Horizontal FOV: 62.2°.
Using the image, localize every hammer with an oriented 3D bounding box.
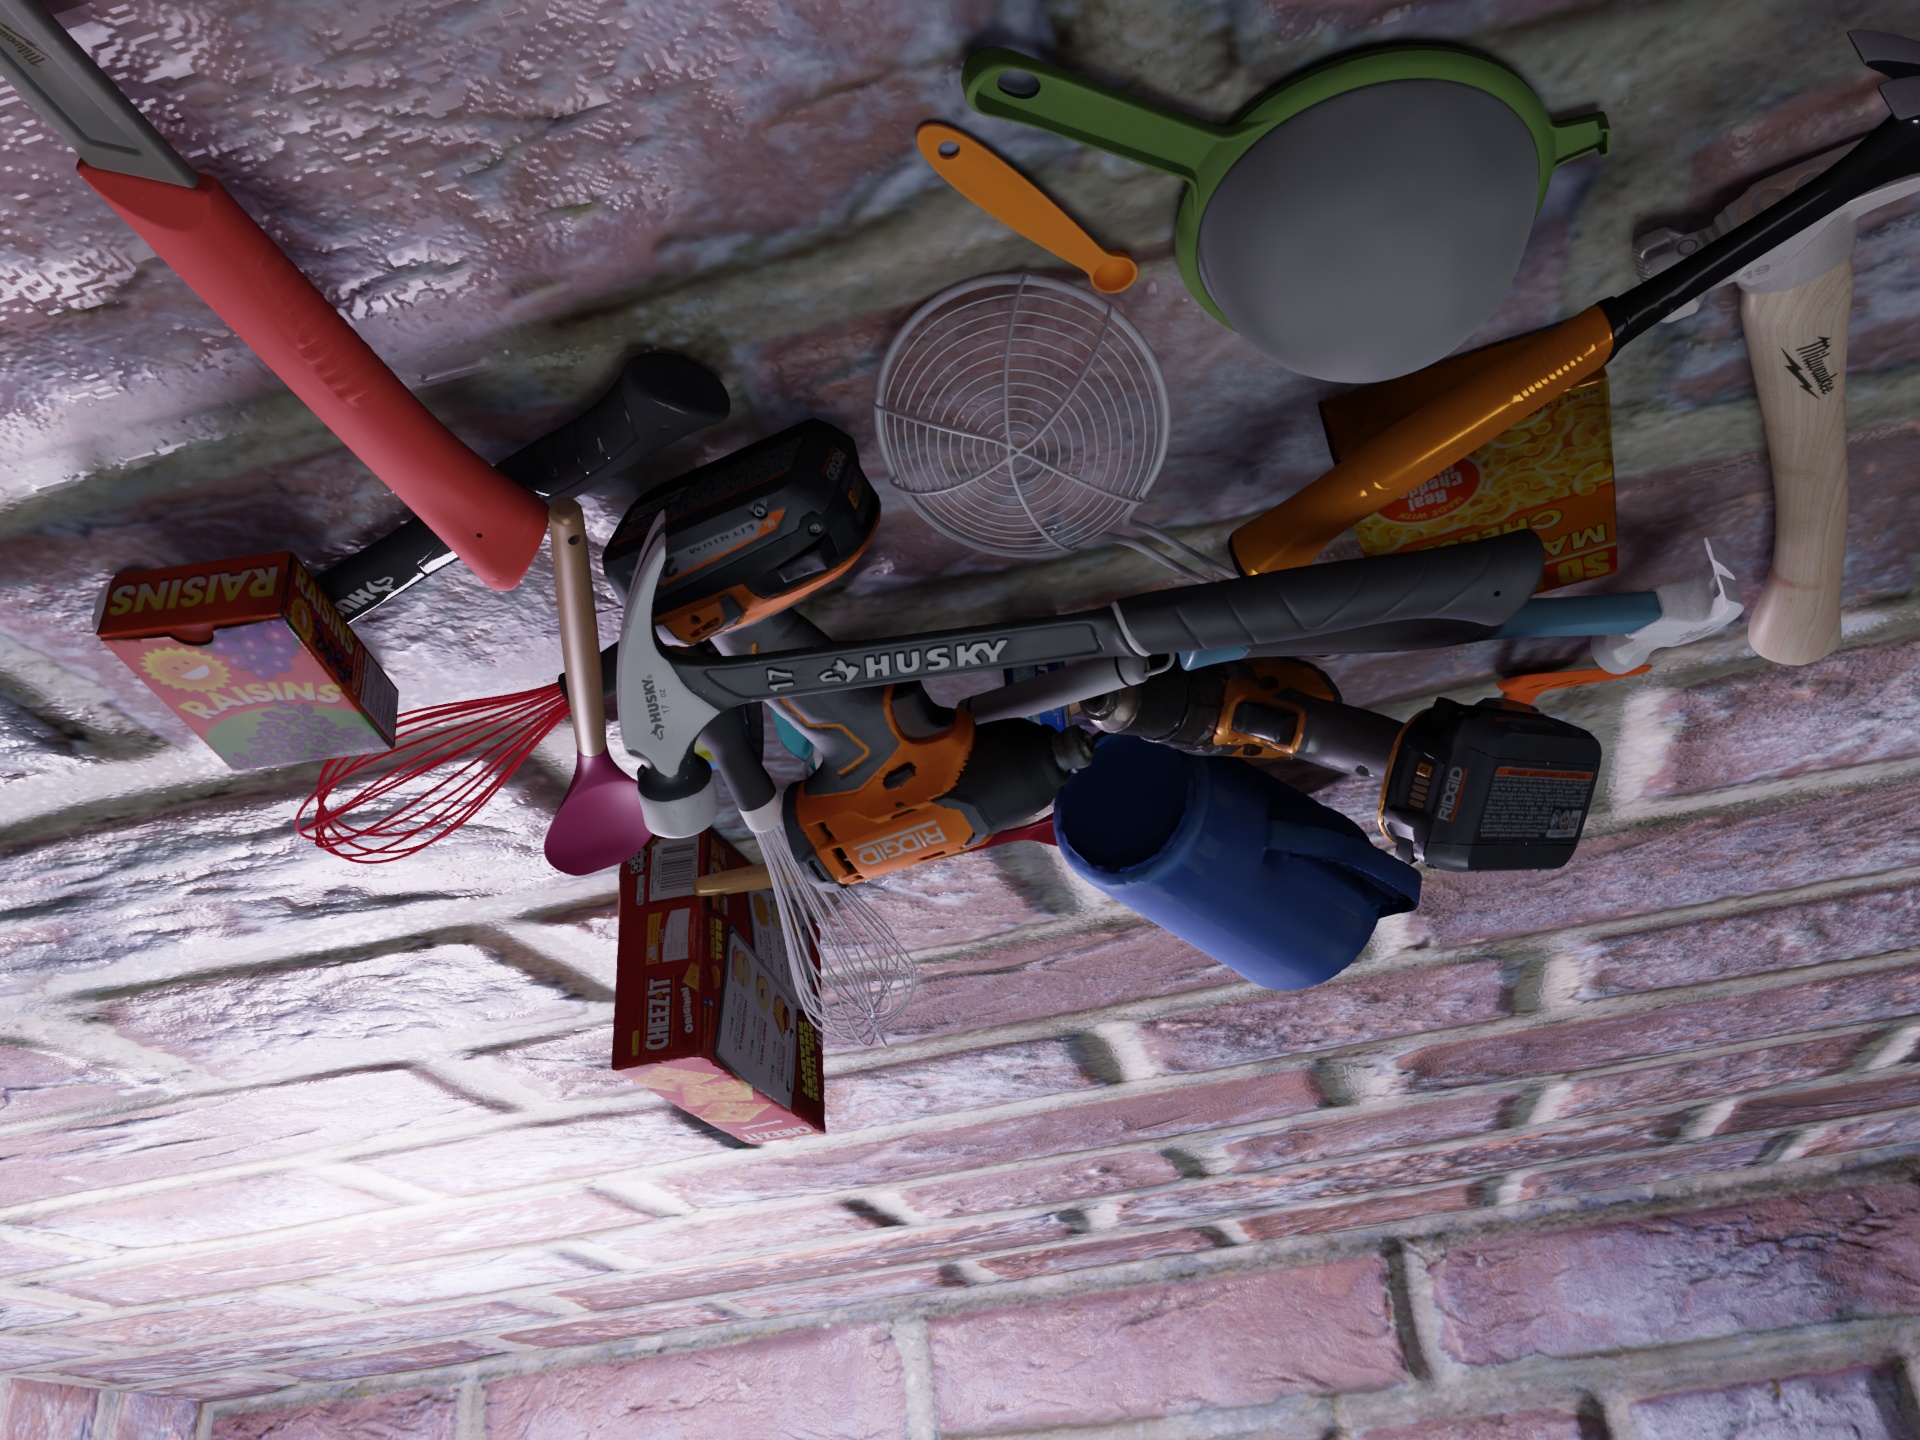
[{"bbox_3d":[0.233,-0.142,0.638,0.127,0.034,0.337,-6,160,-43],"label":"hammer"},{"bbox_3d":[0.435,-0.133,0.798,0.146,0.038,0.410,-20,149,19],"label":"hammer"},{"bbox_3d":[0.254,-0.049,0.806,0.331,0.033,0.128,-4,163,-21],"label":"hammer"},{"bbox_3d":[0.054,-0.042,0.689,0.409,0.036,0.149,-8,127,-6],"label":"hammer"},{"bbox_3d":[-0.270,-0.162,0.567,0.149,0.037,0.358,-15,143,15],"label":"hammer"},{"bbox_3d":[-0.244,-0.082,0.750,0.335,0.035,0.146,-23,146,26],"label":"hammer"}]

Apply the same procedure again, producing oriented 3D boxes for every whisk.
[{"bbox_3d":[-0.220,-0.005,0.831,0.296,0.073,0.073,-28,147,7],"label":"whisk"},{"bbox_3d":[-0.095,0.072,0.863,0.070,0.070,0.284,-15,122,14],"label":"whisk"}]

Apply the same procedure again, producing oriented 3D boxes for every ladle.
[{"bbox_3d":[-0.021,0.085,1.044,0.315,0.031,0.069,-7,159,-23],"label":"ladle"}]

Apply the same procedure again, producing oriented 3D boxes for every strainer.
[{"bbox_3d":[0.117,-0.188,0.600,0.256,0.069,0.151,8,147,-28],"label":"strainer"},{"bbox_3d":[-0.001,-0.003,0.838,0.258,0.087,0.050,-17,164,33],"label":"strainer"}]

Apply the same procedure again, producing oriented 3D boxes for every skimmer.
[{"bbox_3d":[0.101,-0.103,0.789,0.127,0.090,0.363,-36,151,24],"label":"skimmer"}]

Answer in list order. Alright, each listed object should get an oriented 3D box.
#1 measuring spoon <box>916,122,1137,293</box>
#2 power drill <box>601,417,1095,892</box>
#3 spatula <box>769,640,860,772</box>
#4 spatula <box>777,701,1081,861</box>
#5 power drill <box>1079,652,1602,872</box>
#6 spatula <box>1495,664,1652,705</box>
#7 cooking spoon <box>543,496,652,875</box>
[{"bbox_3d":[0.027,-0.202,0.623,0.116,0.011,0.021,24,137,-37],"label":"measuring spoon"},{"bbox_3d":[-0.046,-0.025,0.759,0.164,0.084,0.226,-19,122,21],"label":"power drill"},{"bbox_3d":[-0.082,0.043,1.020,0.082,0.044,0.317,-4,155,-7],"label":"spatula"},{"bbox_3d":[0.014,0.019,0.969,0.316,0.018,0.059,-31,161,26],"label":"spatula"},{"bbox_3d":[0.188,0.010,0.833,0.185,0.084,0.226,4,-168,-42],"label":"power drill"},{"bbox_3d":[0.356,0.031,1.066,0.081,0.041,0.322,-4,152,-5],"label":"spatula"},{"bbox_3d":[-0.185,-0.002,0.793,0.068,0.017,0.318,-19,152,-20],"label":"cooking spoon"}]
